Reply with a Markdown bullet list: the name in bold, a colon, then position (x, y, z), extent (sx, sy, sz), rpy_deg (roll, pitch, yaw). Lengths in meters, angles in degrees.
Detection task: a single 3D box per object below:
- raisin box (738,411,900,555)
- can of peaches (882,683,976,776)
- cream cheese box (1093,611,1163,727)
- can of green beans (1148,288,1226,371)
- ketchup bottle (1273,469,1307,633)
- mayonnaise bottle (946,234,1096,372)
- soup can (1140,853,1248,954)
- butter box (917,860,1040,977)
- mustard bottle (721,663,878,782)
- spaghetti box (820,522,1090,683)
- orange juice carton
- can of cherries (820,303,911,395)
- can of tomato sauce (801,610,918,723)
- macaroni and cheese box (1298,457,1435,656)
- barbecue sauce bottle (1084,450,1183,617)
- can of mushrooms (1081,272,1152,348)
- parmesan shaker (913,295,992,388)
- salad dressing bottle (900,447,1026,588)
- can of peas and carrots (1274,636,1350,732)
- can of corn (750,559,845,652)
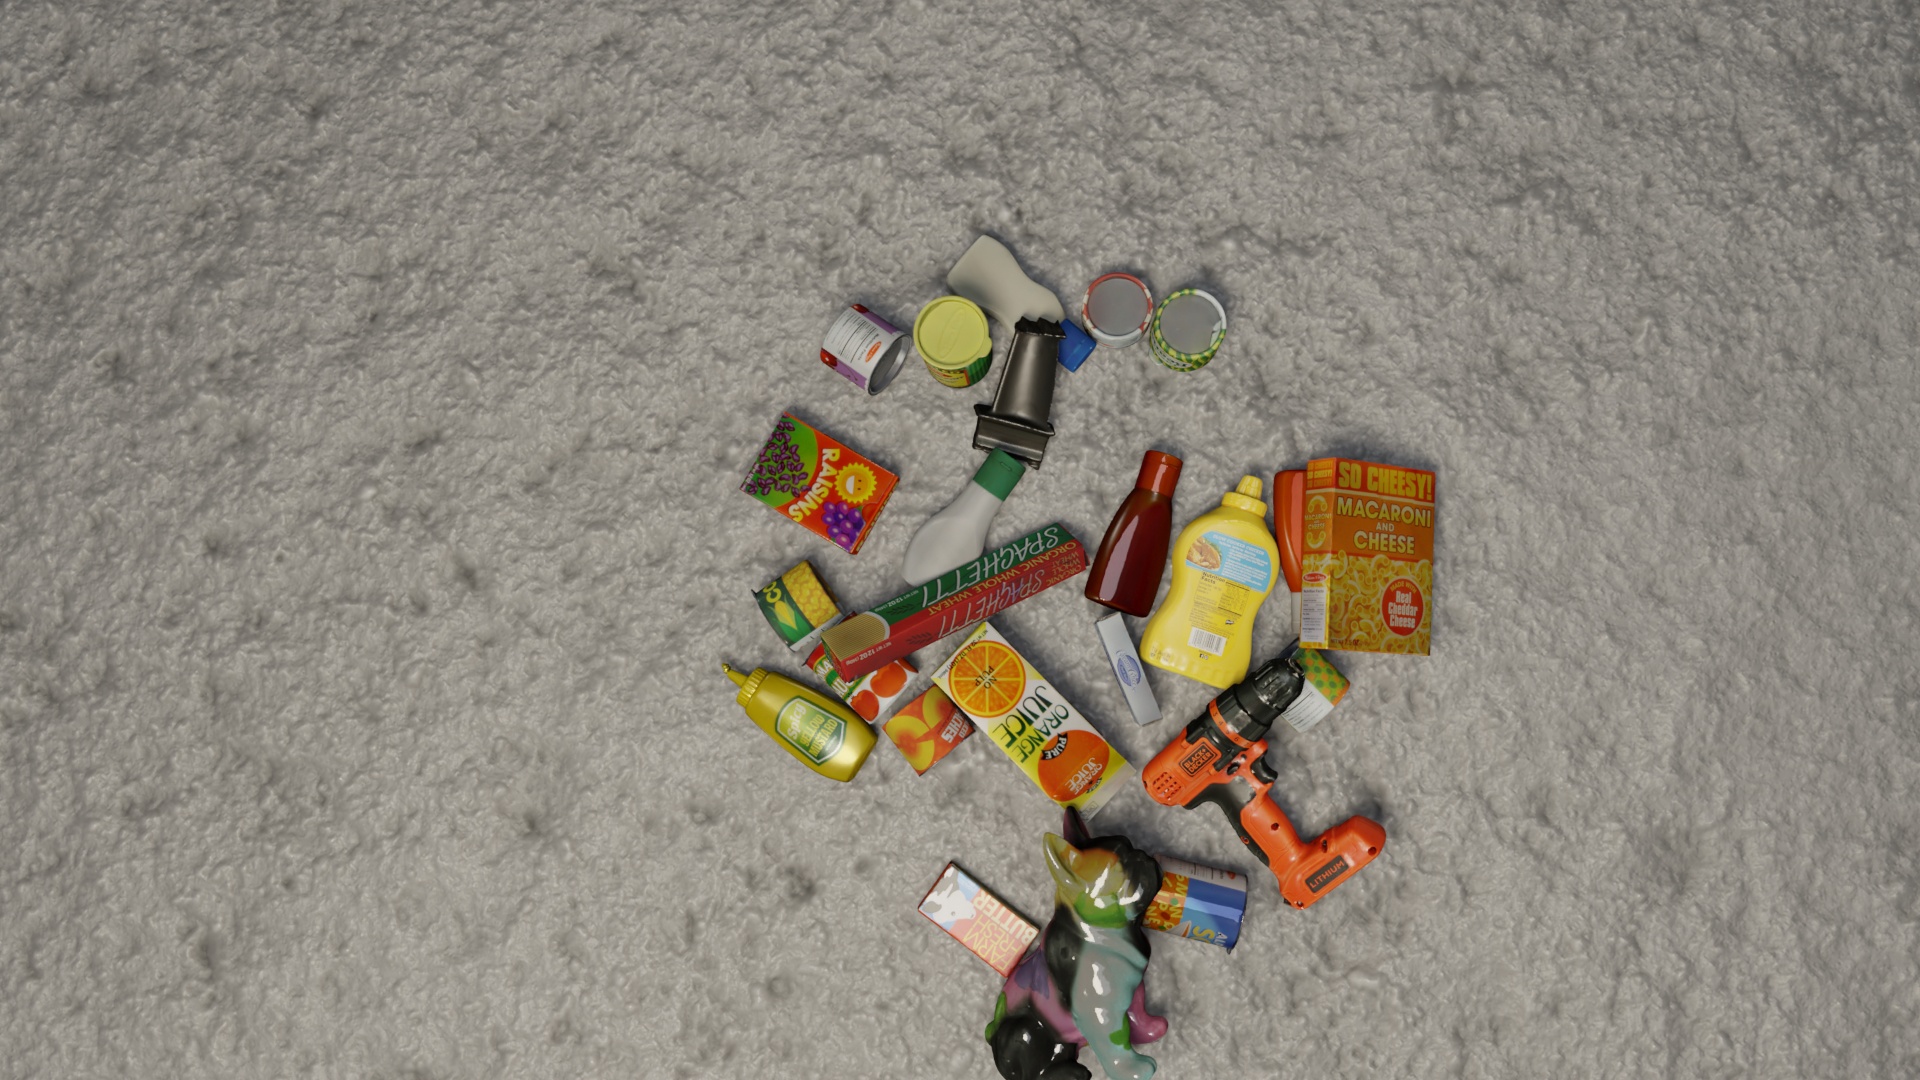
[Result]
- **raisin box**: position (-0.130, -0.053, 1.296), extent (0.123, 0.040, 0.086), rpy_deg (30, 87, 5)
- **can of peaches**: position (-0.027, 0.170, 1.256), extent (0.071, 0.071, 0.058), rpy_deg (-39, 84, 0)
- **cream cheese box**: position (0.151, 0.117, 1.258), extent (0.024, 0.053, 0.104), rpy_deg (-22, 84, 0)
- **can of green beans**: position (0.209, -0.193, 1.278), extent (0.071, 0.058, 0.071), rpy_deg (0, 85, 4)
- **ketchup bottle**: position (0.318, 0.010, 1.262), extent (0.065, 0.043, 0.149), rpy_deg (1, 86, -8)
- **mayonnaise bottle**: position (0.060, -0.217, 1.299), extent (0.148, 0.041, 0.065), rpy_deg (41, 90, 4)
- **soup can**: position (0.205, 0.322, 1.231), extent (0.084, 0.071, 0.071), rpy_deg (13, 86, 5)
- **butter box**: position (0.017, 0.344, 1.261), extent (0.103, 0.024, 0.053), rpy_deg (36, 88, 5)
- **mustard bottle**: position (-0.155, 0.159, 1.274), extent (0.160, 0.049, 0.065), rpy_deg (31, 86, 5)
- **spaghetti box**: position (-0.003, 0.053, 1.238), extent (0.251, 0.050, 0.028), rpy_deg (-25, 127, -17)
- **orange juice carton**: position (0.066, 0.164, 1.249), extent (0.072, 0.073, 0.193), rpy_deg (-45, 85, -1)
- **can of cherries**: position (-0.088, -0.177, 1.290), extent (0.058, 0.071, 0.071), rpy_deg (34, 88, 11)
- **can of tomato sauce**: position (-0.091, 0.117, 1.264), extent (0.083, 0.071, 0.071), rpy_deg (42, 89, 5)
- **macaroni and cheese box**: position (0.362, 0.016, 1.235), extent (0.124, 0.040, 0.166), rpy_deg (6, 84, -28)
- **barbecue sauce bottle**: position (0.164, -0.008, 1.270), extent (0.065, 0.043, 0.148), rpy_deg (21, 85, -24)
- **can of mushrooms**: position (0.146, -0.217, 1.297), extent (0.071, 0.033, 0.071), rpy_deg (0, 86, 4)
- **parmesan shaker**: position (-0.002, -0.177, 1.267), extent (0.071, 0.103, 0.071), rpy_deg (0, 86, 4)
- **salad dressing bottle**: position (0.005, -0.016, 1.277), extent (0.064, 0.044, 0.147), rpy_deg (35, 93, -2)
- **can of peas and carrots**: position (0.306, 0.128, 1.244), extent (0.071, 0.071, 0.059), rpy_deg (-45, 85, -1)
- **can of corn**: position (-0.148, 0.057, 1.273), extent (0.058, 0.071, 0.071), rpy_deg (-34, 84, -1)
